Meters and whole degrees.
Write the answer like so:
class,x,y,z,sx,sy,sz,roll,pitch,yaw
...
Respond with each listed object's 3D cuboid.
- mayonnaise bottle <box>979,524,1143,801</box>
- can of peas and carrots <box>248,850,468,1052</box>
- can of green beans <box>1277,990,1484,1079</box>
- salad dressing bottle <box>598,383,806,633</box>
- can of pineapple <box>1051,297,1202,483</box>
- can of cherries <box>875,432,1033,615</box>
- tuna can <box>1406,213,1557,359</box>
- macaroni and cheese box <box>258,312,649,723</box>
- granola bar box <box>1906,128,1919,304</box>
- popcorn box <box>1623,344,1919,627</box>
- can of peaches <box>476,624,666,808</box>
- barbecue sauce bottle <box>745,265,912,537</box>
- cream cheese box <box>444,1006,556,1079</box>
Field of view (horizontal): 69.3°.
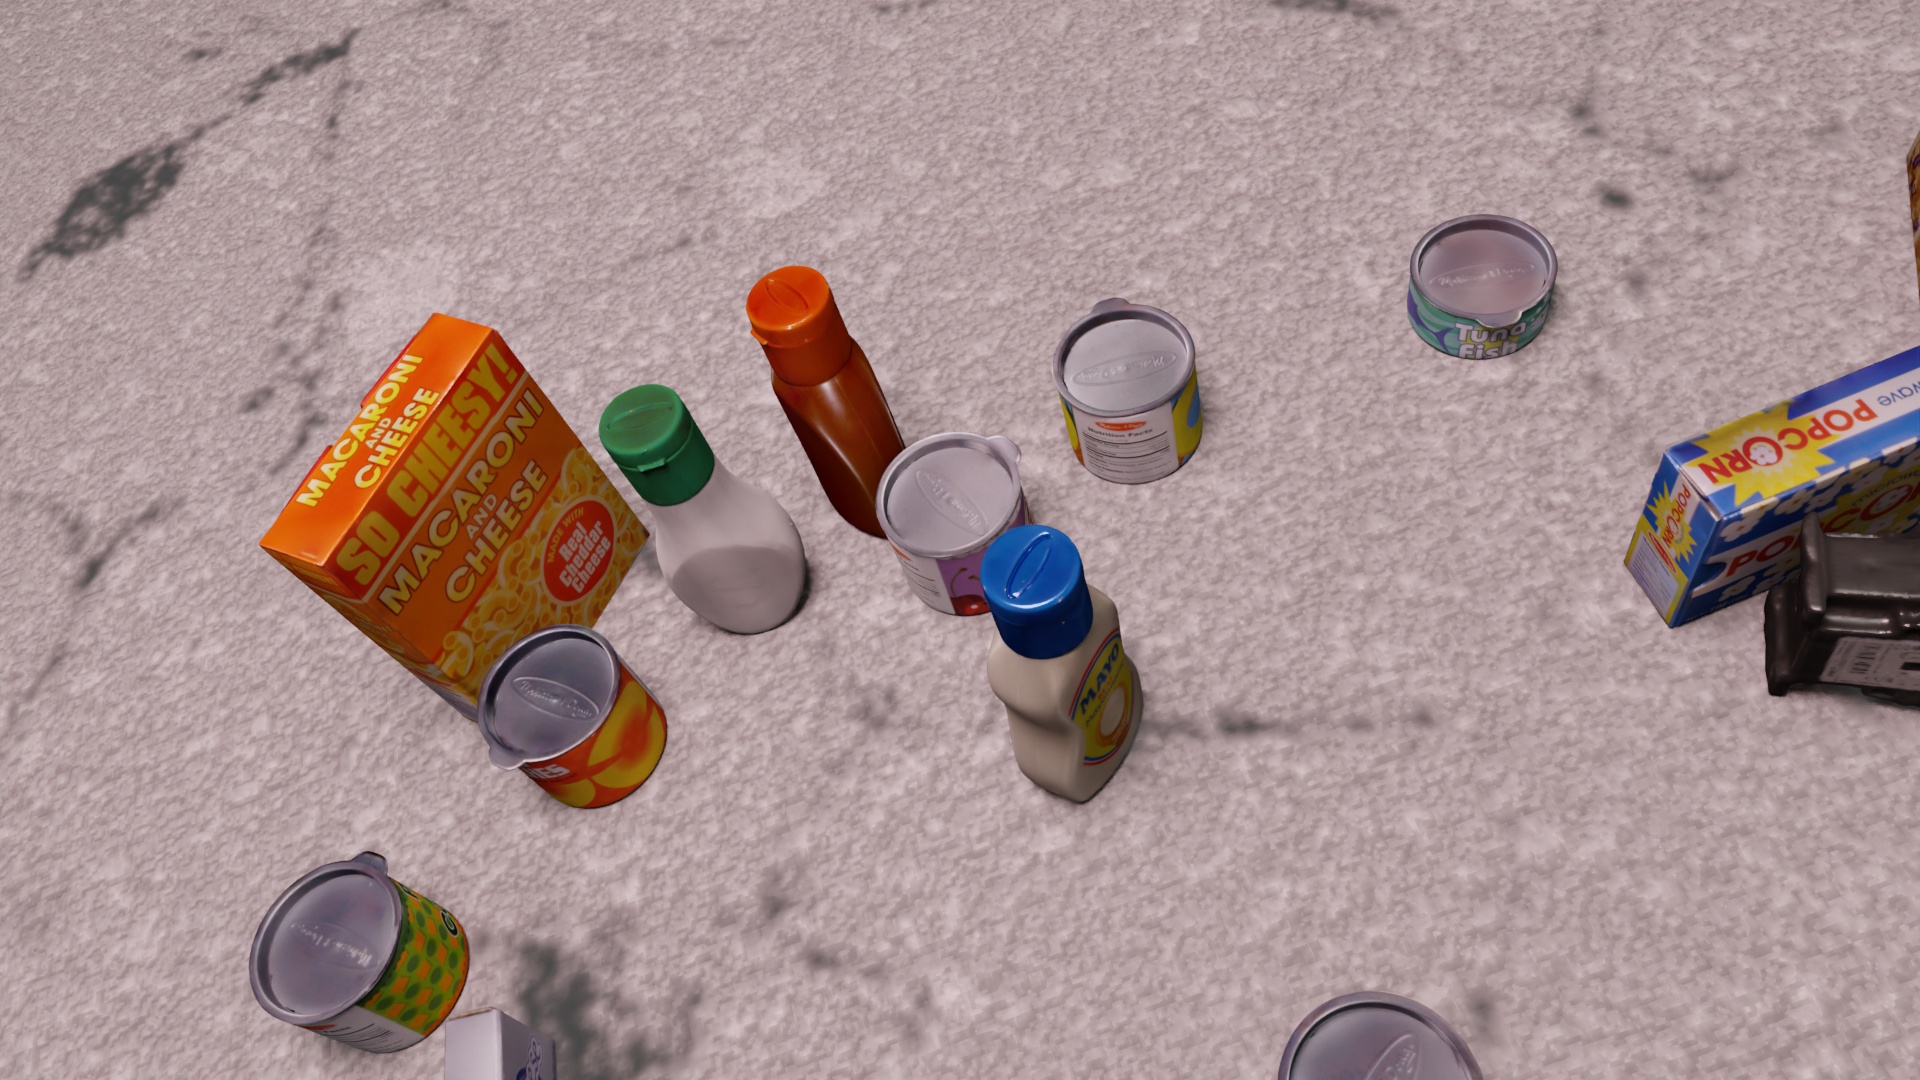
class,x,y,z,sx,sy,sz,roll,pitch,yaw
mayonnaise bottle,0.039,0.048,0.541,0.041,0.147,0.065,22,66,25
can of peas and carrots,-0.250,0.174,0.585,0.071,0.058,0.071,-6,57,10
can of green beans,0.143,0.195,0.476,0.071,0.057,0.071,-6,57,10
salad dressing bottle,-0.113,-0.011,0.616,0.064,0.147,0.044,-16,56,3
can of pineapple,0.081,-0.070,0.661,0.071,0.057,0.071,-6,57,10
can of cherries,0.002,-0.008,0.640,0.071,0.058,0.072,-6,57,10
tuna can,0.250,-0.120,0.666,0.071,0.032,0.071,-6,57,10
macaroni and cheese box,-0.217,-0.001,0.623,0.040,0.165,0.124,16,63,22
granola bar box,0.445,-0.147,0.581,0.039,0.123,0.166,7,60,18
popcorn box,0.338,-0.022,0.551,0.127,0.085,0.038,-22,56,-1
can of peaches,-0.175,0.082,0.626,0.071,0.057,0.071,-6,57,10
barbecue sauce bottle,-0.057,-0.062,0.634,0.044,0.148,0.065,-39,58,-12
cream cheese box,-0.175,0.237,0.529,0.024,0.053,0.104,-15,56,4
